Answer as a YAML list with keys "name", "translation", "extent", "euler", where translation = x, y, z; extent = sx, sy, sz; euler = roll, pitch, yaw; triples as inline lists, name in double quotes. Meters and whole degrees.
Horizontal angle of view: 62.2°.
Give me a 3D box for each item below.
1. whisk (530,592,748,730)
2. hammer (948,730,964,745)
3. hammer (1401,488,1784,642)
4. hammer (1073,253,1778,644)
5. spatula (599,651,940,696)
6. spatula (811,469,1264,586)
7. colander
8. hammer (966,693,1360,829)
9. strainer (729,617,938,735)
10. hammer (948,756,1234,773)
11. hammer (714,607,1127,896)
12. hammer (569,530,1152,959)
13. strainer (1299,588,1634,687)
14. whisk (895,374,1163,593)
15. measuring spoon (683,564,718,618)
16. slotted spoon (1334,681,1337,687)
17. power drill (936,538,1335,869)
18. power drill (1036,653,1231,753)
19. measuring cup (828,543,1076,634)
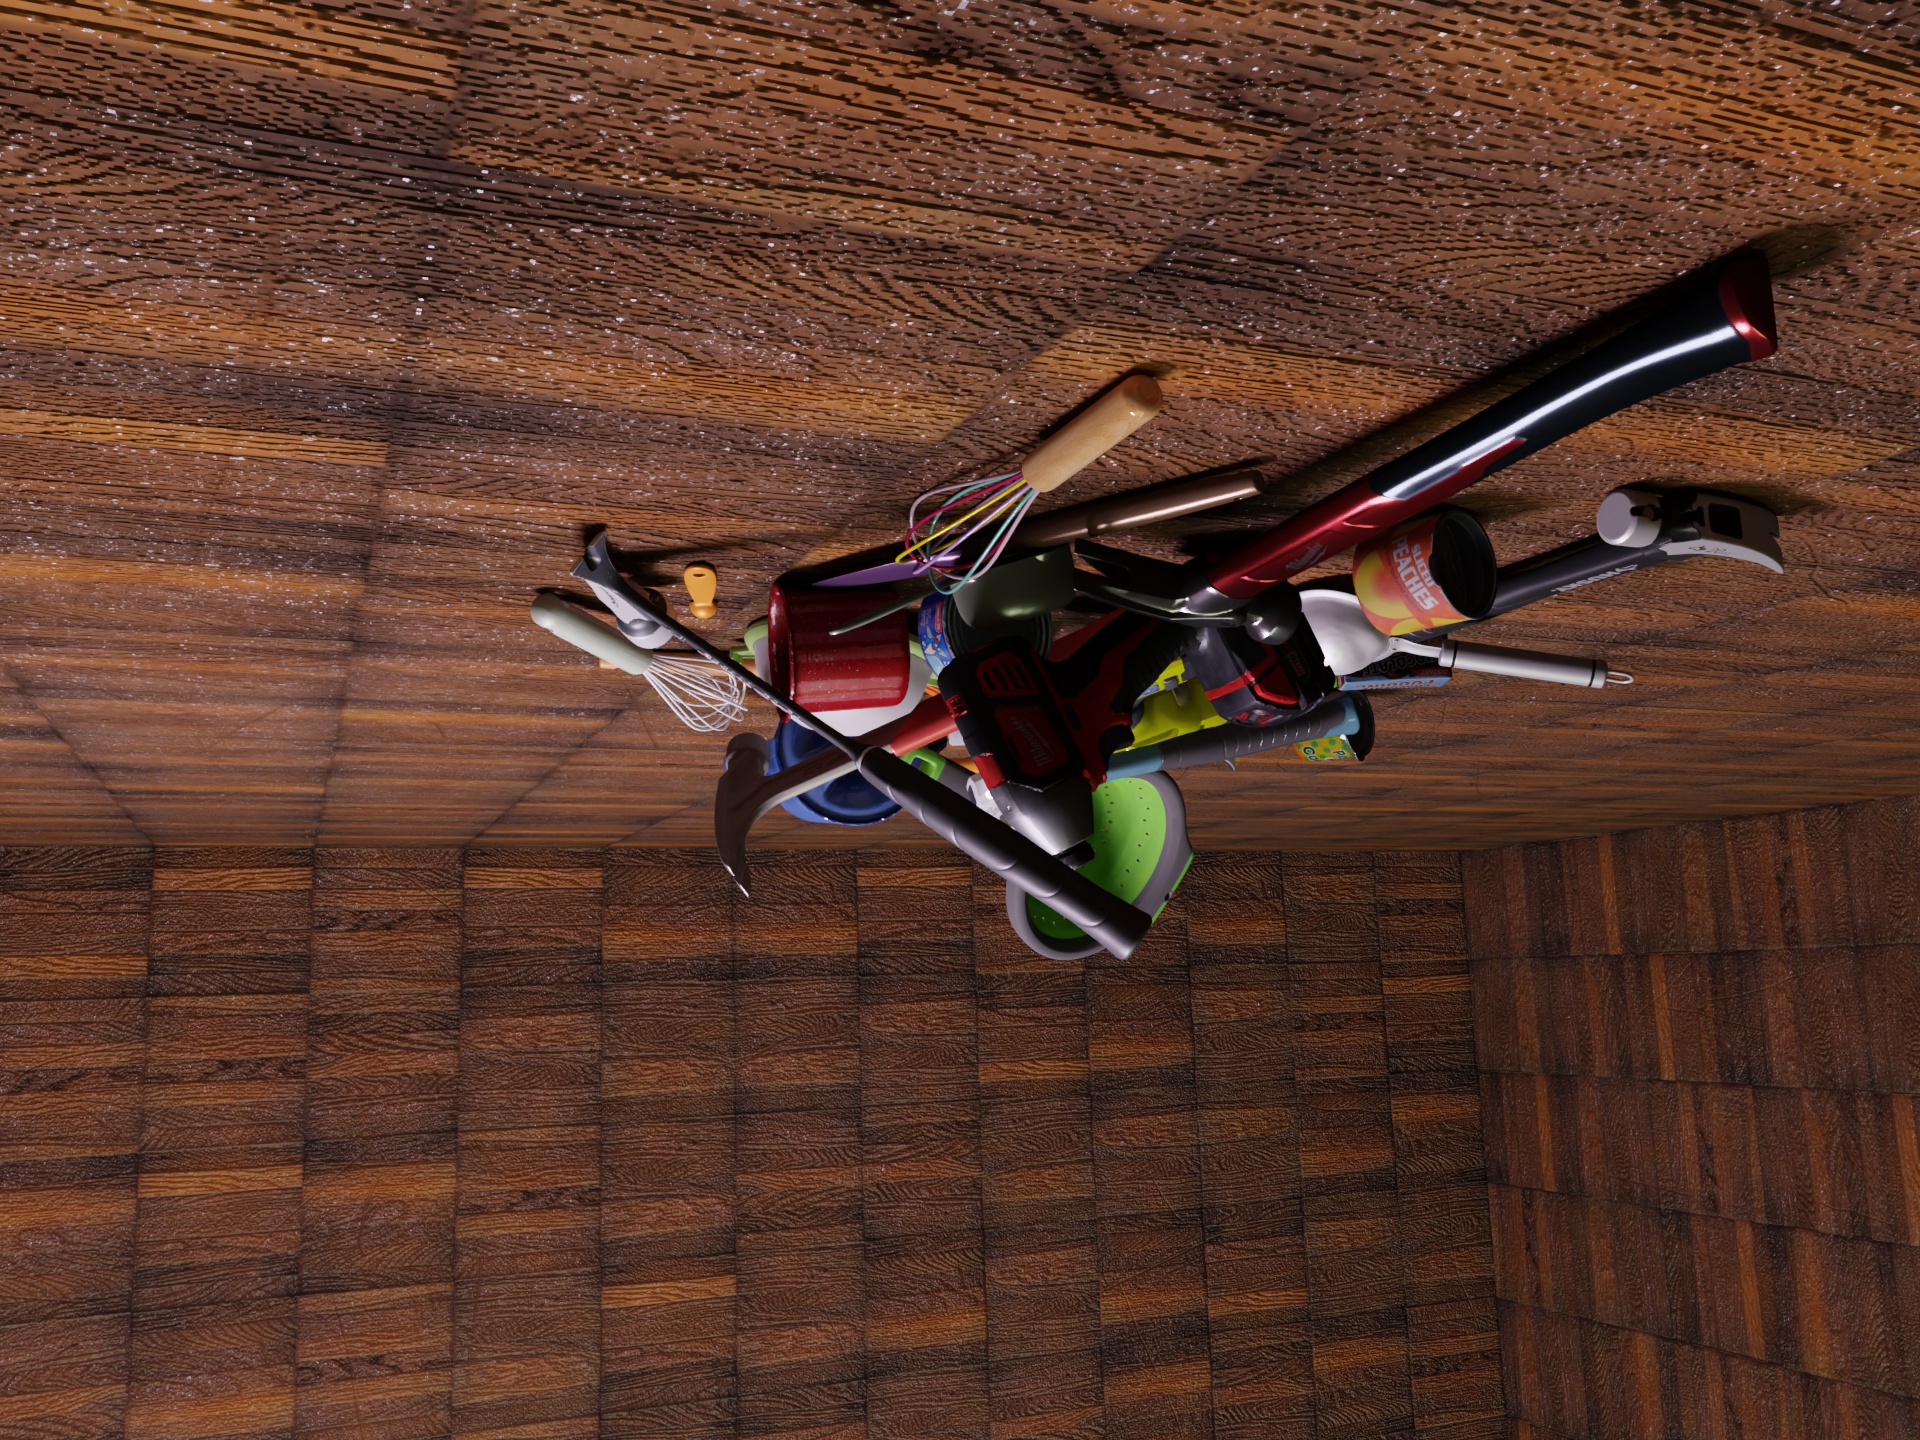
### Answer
- name: "whisk"
  translation: [-0.227, -0.043, 1.153]
  extent: [0.058, 0.059, 0.246]
  euler: [33, 179, 29]
- name: "hammer"
  translation: [0.056, -0.024, 1.387]
  extent: [0.144, 0.035, 0.405]
  euler: [-2, 171, 1]
- name: "hammer"
  translation: [0.379, -0.088, 1.060]
  extent: [0.146, 0.035, 0.335]
  euler: [3, 170, -22]
- name: "hammer"
  translation: [0.204, -0.117, 0.756]
  extent: [0.143, 0.038, 0.386]
  euler: [12, 161, -23]
- name: "spatula"
  translation: [-0.127, -0.033, 1.283]
  extent: [0.322, 0.041, 0.081]
  euler: [2, 172, -17]
- name: "spatula"
  translation: [0.037, -0.107, 0.931]
  extent: [0.316, 0.018, 0.059]
  euler: [-9, 179, 40]
- name: "colander"
  translation: [0.056, 0.086, 1.438]
  extent: [0.396, 0.204, 0.095]
  euler: [29, -176, -44]
- name: "hammer"
  translation: [0.160, 0.025, 1.208]
  extent: [0.331, 0.033, 0.128]
  euler: [-11, 160, -18]
- name: "strainer"
  translation: [-0.044, -0.013, 1.207]
  extent: [0.256, 0.069, 0.151]
  euler: [15, 165, -26]
- name: "hammer"
  translation: [0.099, 0.039, 1.563]
  extent: [0.337, 0.034, 0.127]
  euler: [-7, 168, 31]
- name: "hammer"
  translation: [-0.002, -0.003, 1.069]
  extent: [0.359, 0.149, 0.036]
  euler: [-24, 123, 9]
- name: "hammer"
  translation: [-0.064, 0.013, 0.926]
  extent: [0.409, 0.036, 0.149]
  euler: [33, 172, 17]
- name: "strainer"
  translation: [0.326, -0.047, 1.091]
  extent: [0.258, 0.050, 0.086]
  euler: [9, 152, 12]
- name: "whisk"
  translation: [0.028, -0.116, 0.804]
  extent: [0.047, 0.051, 0.245]
  euler: [9, 164, -24]
- name: "measuring spoon"
  translation: [-0.171, -0.084, 1.049]
  extent: [0.021, 0.011, 0.117]
  euler: [-1, 171, -8]
- name: "slotted spoon"
  translation: [0.180, -0.013, 1.340]
  extent: [0.314, 0.031, 0.070]
  euler: [-11, 173, 4]
- name: "power drill"
  translation: [0.107, -0.011, 0.963]
  extent: [0.219, 0.143, 0.078]
  euler: [-25, 178, -19]
- name: "power drill"
  translation: [0.145, -0.030, 1.200]
  extent: [0.171, 0.080, 0.223]
  euler: [-20, 166, 6]
- name: "measuring cup"
  translation: [-0.002, -0.064, 0.933]
  extent: [0.167, 0.038, 0.083]
  euler: [-24, -169, -30]
